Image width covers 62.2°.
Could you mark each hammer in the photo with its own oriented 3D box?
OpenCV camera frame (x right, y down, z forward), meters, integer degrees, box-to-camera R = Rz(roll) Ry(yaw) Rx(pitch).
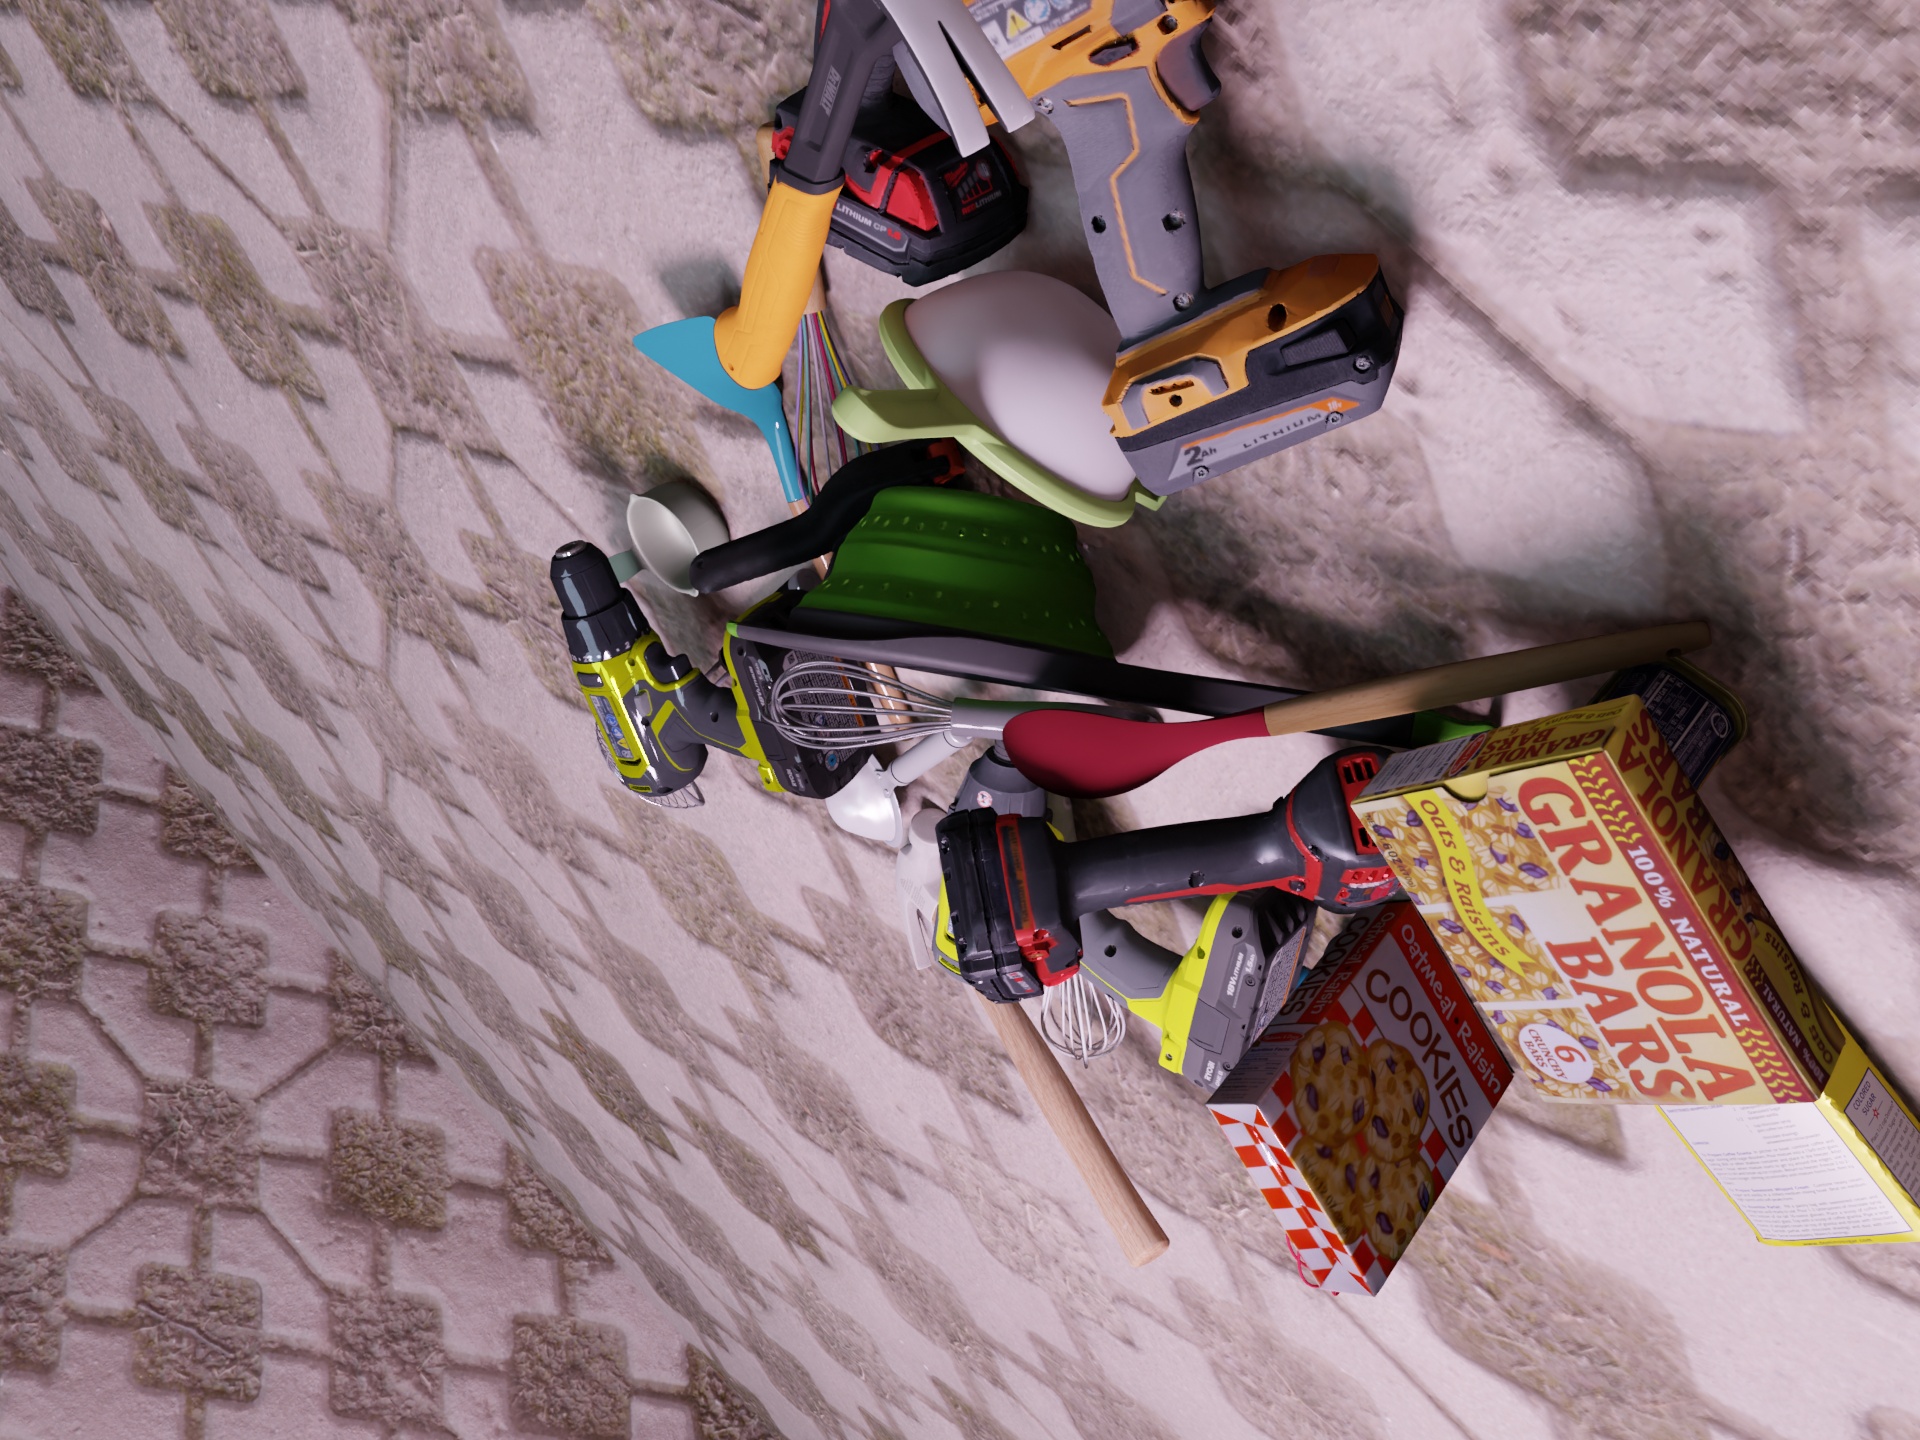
[{"bbox_3d":[-0.065,-0.222,0.702,0.127,0.034,0.337,53,160,0],"label":"hammer"},{"bbox_3d":[0.042,0.223,1.098,0.332,0.031,0.130,57,153,27],"label":"hammer"}]

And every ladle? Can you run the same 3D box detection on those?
[{"bbox_3d":[0.163,-0.005,0.708,0.315,0.031,0.069,-12,141,24],"label":"ladle"}]

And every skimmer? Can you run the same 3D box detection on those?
[{"bbox_3d":[-0.182,-0.032,1.207,0.127,0.090,0.363,51,137,-1],"label":"skimmer"}]

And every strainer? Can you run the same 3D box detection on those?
[{"bbox_3d":[-0.045,0.036,1.074,0.087,0.050,0.258,63,151,5],"label":"strainer"},{"bbox_3d":[0.021,-0.154,0.690,0.151,0.256,0.069,46,113,7],"label":"strainer"}]

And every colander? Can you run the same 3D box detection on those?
[{"bbox_3d":[0.075,-0.058,0.817,0.397,0.204,0.094,10,91,24],"label":"colander"}]

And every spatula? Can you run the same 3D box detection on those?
[{"bbox_3d":[-0.101,-0.114,1.015,0.082,0.044,0.317,-1,123,43],"label":"spatula"}]

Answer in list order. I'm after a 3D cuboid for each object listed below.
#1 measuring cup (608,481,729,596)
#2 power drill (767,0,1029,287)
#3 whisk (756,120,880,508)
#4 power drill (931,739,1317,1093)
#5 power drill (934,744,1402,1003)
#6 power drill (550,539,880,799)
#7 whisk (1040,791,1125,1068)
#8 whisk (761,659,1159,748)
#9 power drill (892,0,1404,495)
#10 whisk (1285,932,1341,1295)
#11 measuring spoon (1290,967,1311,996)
[{"bbox_3d":[-0.219,-0.126,1.151,0.167,0.038,0.083,-11,114,56],"label":"measuring cup"},{"bbox_3d":[-0.020,-0.314,0.696,0.143,0.078,0.219,32,140,25],"label":"power drill"},{"bbox_3d":[-0.086,-0.213,0.903,0.047,0.051,0.244,26,138,41],"label":"whisk"},{"bbox_3d":[0.088,0.112,0.948,0.223,0.080,0.171,24,122,27],"label":"power drill"},{"bbox_3d":[0.114,0.078,0.787,0.187,0.226,0.080,60,-161,-71],"label":"power drill"},{"bbox_3d":[-0.179,-0.033,1.082,0.229,0.080,0.190,5,124,39],"label":"power drill"},{"bbox_3d":[0.072,0.137,1.059,0.059,0.058,0.246,-3,122,10],"label":"whisk"},{"bbox_3d":[-0.001,-0.003,0.931,0.239,0.055,0.055,5,133,10],"label":"whisk"},{"bbox_3d":[0.099,-0.221,0.617,0.185,0.084,0.226,-19,112,30],"label":"power drill"},{"bbox_3d":[0.230,0.243,0.966,0.073,0.073,0.295,21,132,37],"label":"whisk"},{"bbox_3d":[0.186,0.187,0.990,0.042,0.021,0.128,49,145,2],"label":"measuring spoon"}]
